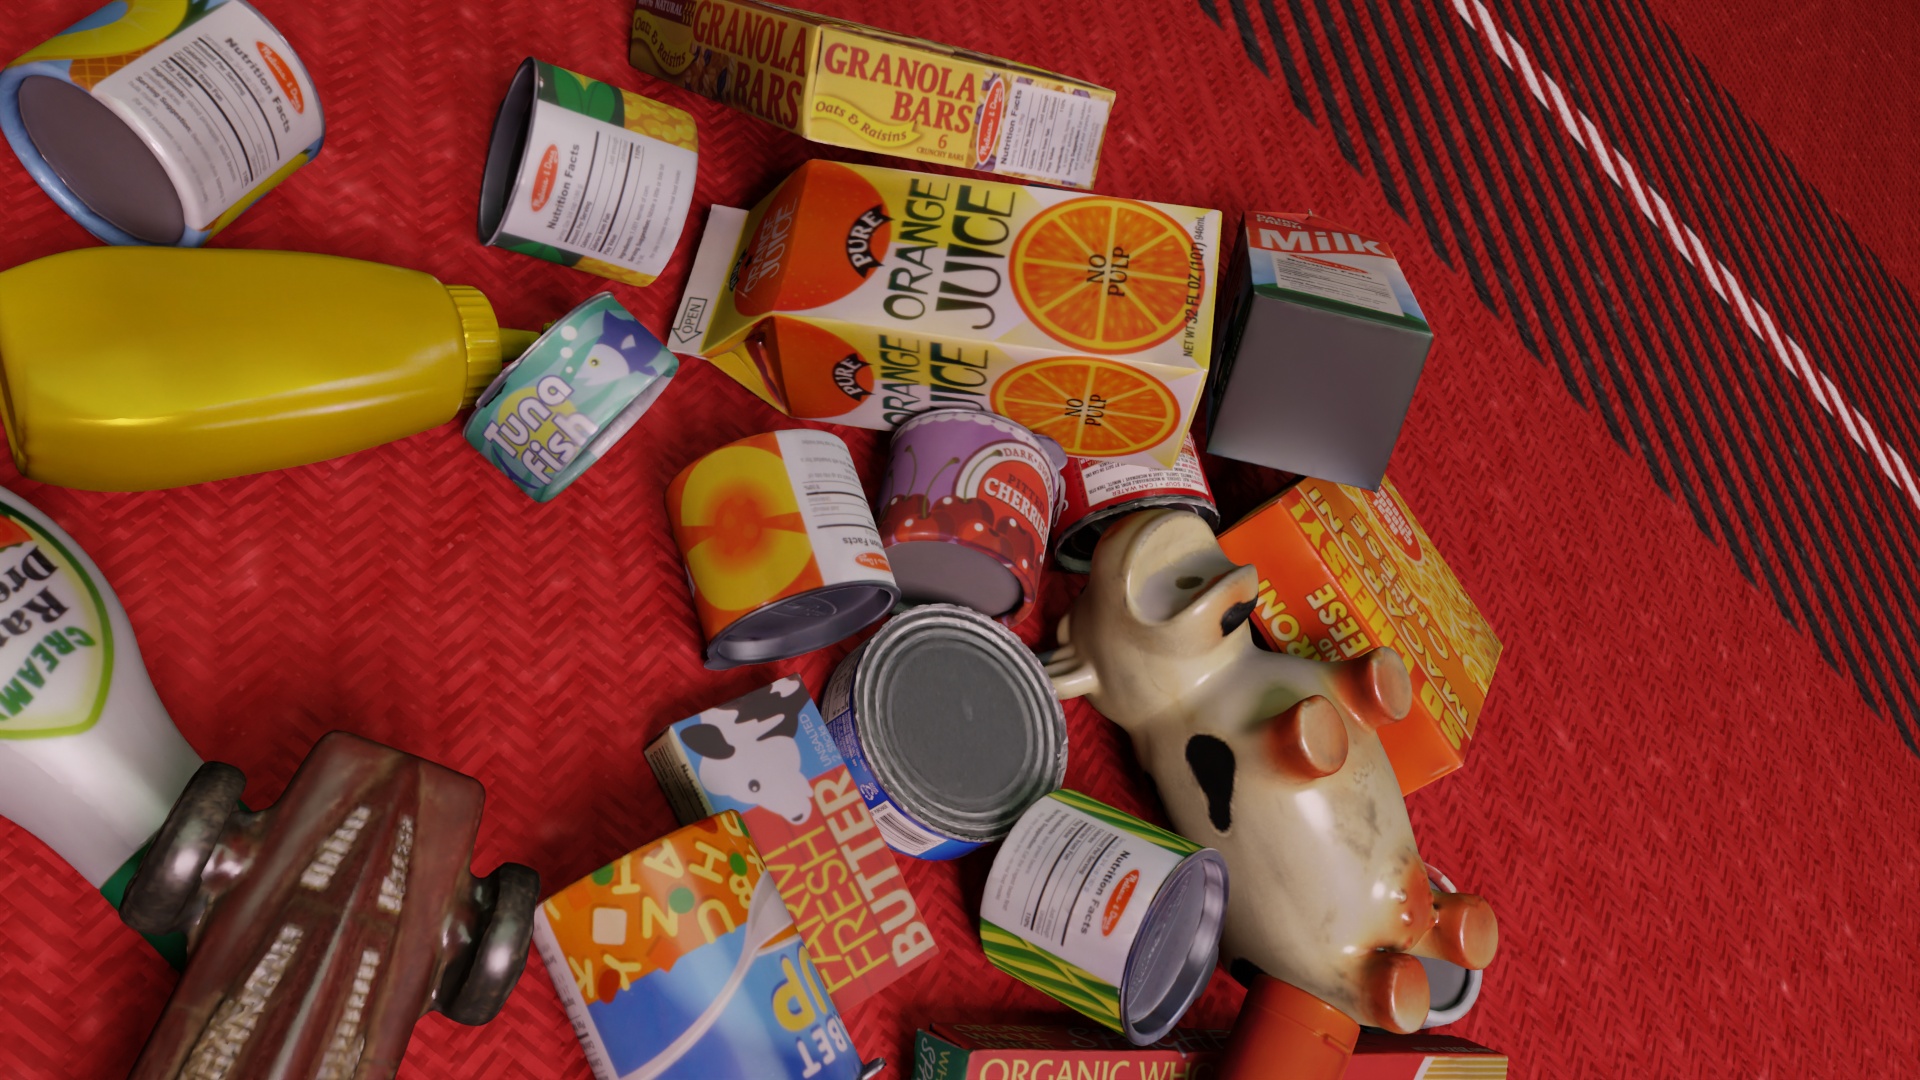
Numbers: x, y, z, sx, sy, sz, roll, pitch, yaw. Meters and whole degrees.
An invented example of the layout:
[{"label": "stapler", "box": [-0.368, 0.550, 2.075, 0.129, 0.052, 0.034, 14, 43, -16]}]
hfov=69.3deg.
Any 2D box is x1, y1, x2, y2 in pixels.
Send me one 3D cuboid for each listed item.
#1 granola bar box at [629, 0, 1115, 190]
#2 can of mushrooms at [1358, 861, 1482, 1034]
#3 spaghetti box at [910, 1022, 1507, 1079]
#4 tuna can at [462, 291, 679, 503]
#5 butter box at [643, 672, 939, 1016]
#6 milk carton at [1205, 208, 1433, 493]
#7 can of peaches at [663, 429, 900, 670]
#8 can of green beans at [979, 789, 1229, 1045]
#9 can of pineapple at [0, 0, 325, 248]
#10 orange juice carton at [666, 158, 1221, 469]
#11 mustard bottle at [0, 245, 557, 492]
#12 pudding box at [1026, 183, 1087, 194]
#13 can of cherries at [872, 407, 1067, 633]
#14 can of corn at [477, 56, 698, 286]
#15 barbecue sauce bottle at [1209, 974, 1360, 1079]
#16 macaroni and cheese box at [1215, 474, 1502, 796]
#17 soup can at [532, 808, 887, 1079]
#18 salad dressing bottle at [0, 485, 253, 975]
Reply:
[{"label": "granola bar box", "box": [-0.039, -0.178, 0.534, 0.124, 0.039, 0.166, 0, 24, -35]}, {"label": "can of mushrooms", "box": [0.176, 0.162, 0.564, 0.071, 0.033, 0.071, 16, 58, -27]}, {"label": "spaghetti box", "box": [0.095, 0.197, 0.480, 0.250, 0.028, 0.050, 13, 82, -29]}, {"label": "tuna can", "box": [-0.125, -0.045, 0.445, 0.033, 0.070, 0.071, 44, 48, -7]}, {"label": "butter box", "box": [-0.054, 0.099, 0.444, 0.053, 0.024, 0.103, -21, 78, -40]}, {"label": "milk carton", "box": [0.155, -0.097, 0.630, 0.073, 0.072, 0.191, 14, 27, 3]}, {"label": "can of peaches", "box": [-0.062, 0.004, 0.465, 0.071, 0.071, 0.058, -6, 68, -37]}, {"label": "can of green beans", "box": [0.048, 0.123, 0.461, 0.071, 0.058, 0.071, -26, 124, -46]}, {"label": "can of pineapple", "box": [-0.238, -0.126, 0.415, 0.071, 0.070, 0.058, 38, 50, -12]}, {"label": "orange juice carton", "box": [-0.007, -0.086, 0.516, 0.193, 0.072, 0.072, 8, 64, 2]}, {"label": "mustard bottle", "box": [-0.193, -0.054, 0.416, 0.161, 0.048, 0.065, -10, 71, -39]}, {"label": "pudding box", "box": [0.058, -0.134, 0.618, 0.049, 0.030, 0.084, 22, 10, -25]}, {"label": "can of cherries", "box": [0.002, -0.006, 0.511, 0.071, 0.071, 0.059, 28, 52, -20]}, {"label": "can of corn", "box": [-0.132, -0.130, 0.492, 0.058, 0.071, 0.071, 12, 59, -31]}, {"label": "barbecue sauce bottle", "box": [0.077, 0.210, 0.426, 0.065, 0.043, 0.149, 37, 72, -22]}, {"label": "macaroni and cheese box", "box": [0.176, 0.027, 0.602, 0.124, 0.040, 0.167, 56, 28, 5]}, {"label": "soup can", "box": [-0.071, 0.125, 0.387, 0.071, 0.071, 0.084, -20, 77, -40]}, {"label": "salad dressing bottle", "box": [-0.222, 0.047, 0.342, 0.147, 0.043, 0.064, 48, 48, -6]}]
